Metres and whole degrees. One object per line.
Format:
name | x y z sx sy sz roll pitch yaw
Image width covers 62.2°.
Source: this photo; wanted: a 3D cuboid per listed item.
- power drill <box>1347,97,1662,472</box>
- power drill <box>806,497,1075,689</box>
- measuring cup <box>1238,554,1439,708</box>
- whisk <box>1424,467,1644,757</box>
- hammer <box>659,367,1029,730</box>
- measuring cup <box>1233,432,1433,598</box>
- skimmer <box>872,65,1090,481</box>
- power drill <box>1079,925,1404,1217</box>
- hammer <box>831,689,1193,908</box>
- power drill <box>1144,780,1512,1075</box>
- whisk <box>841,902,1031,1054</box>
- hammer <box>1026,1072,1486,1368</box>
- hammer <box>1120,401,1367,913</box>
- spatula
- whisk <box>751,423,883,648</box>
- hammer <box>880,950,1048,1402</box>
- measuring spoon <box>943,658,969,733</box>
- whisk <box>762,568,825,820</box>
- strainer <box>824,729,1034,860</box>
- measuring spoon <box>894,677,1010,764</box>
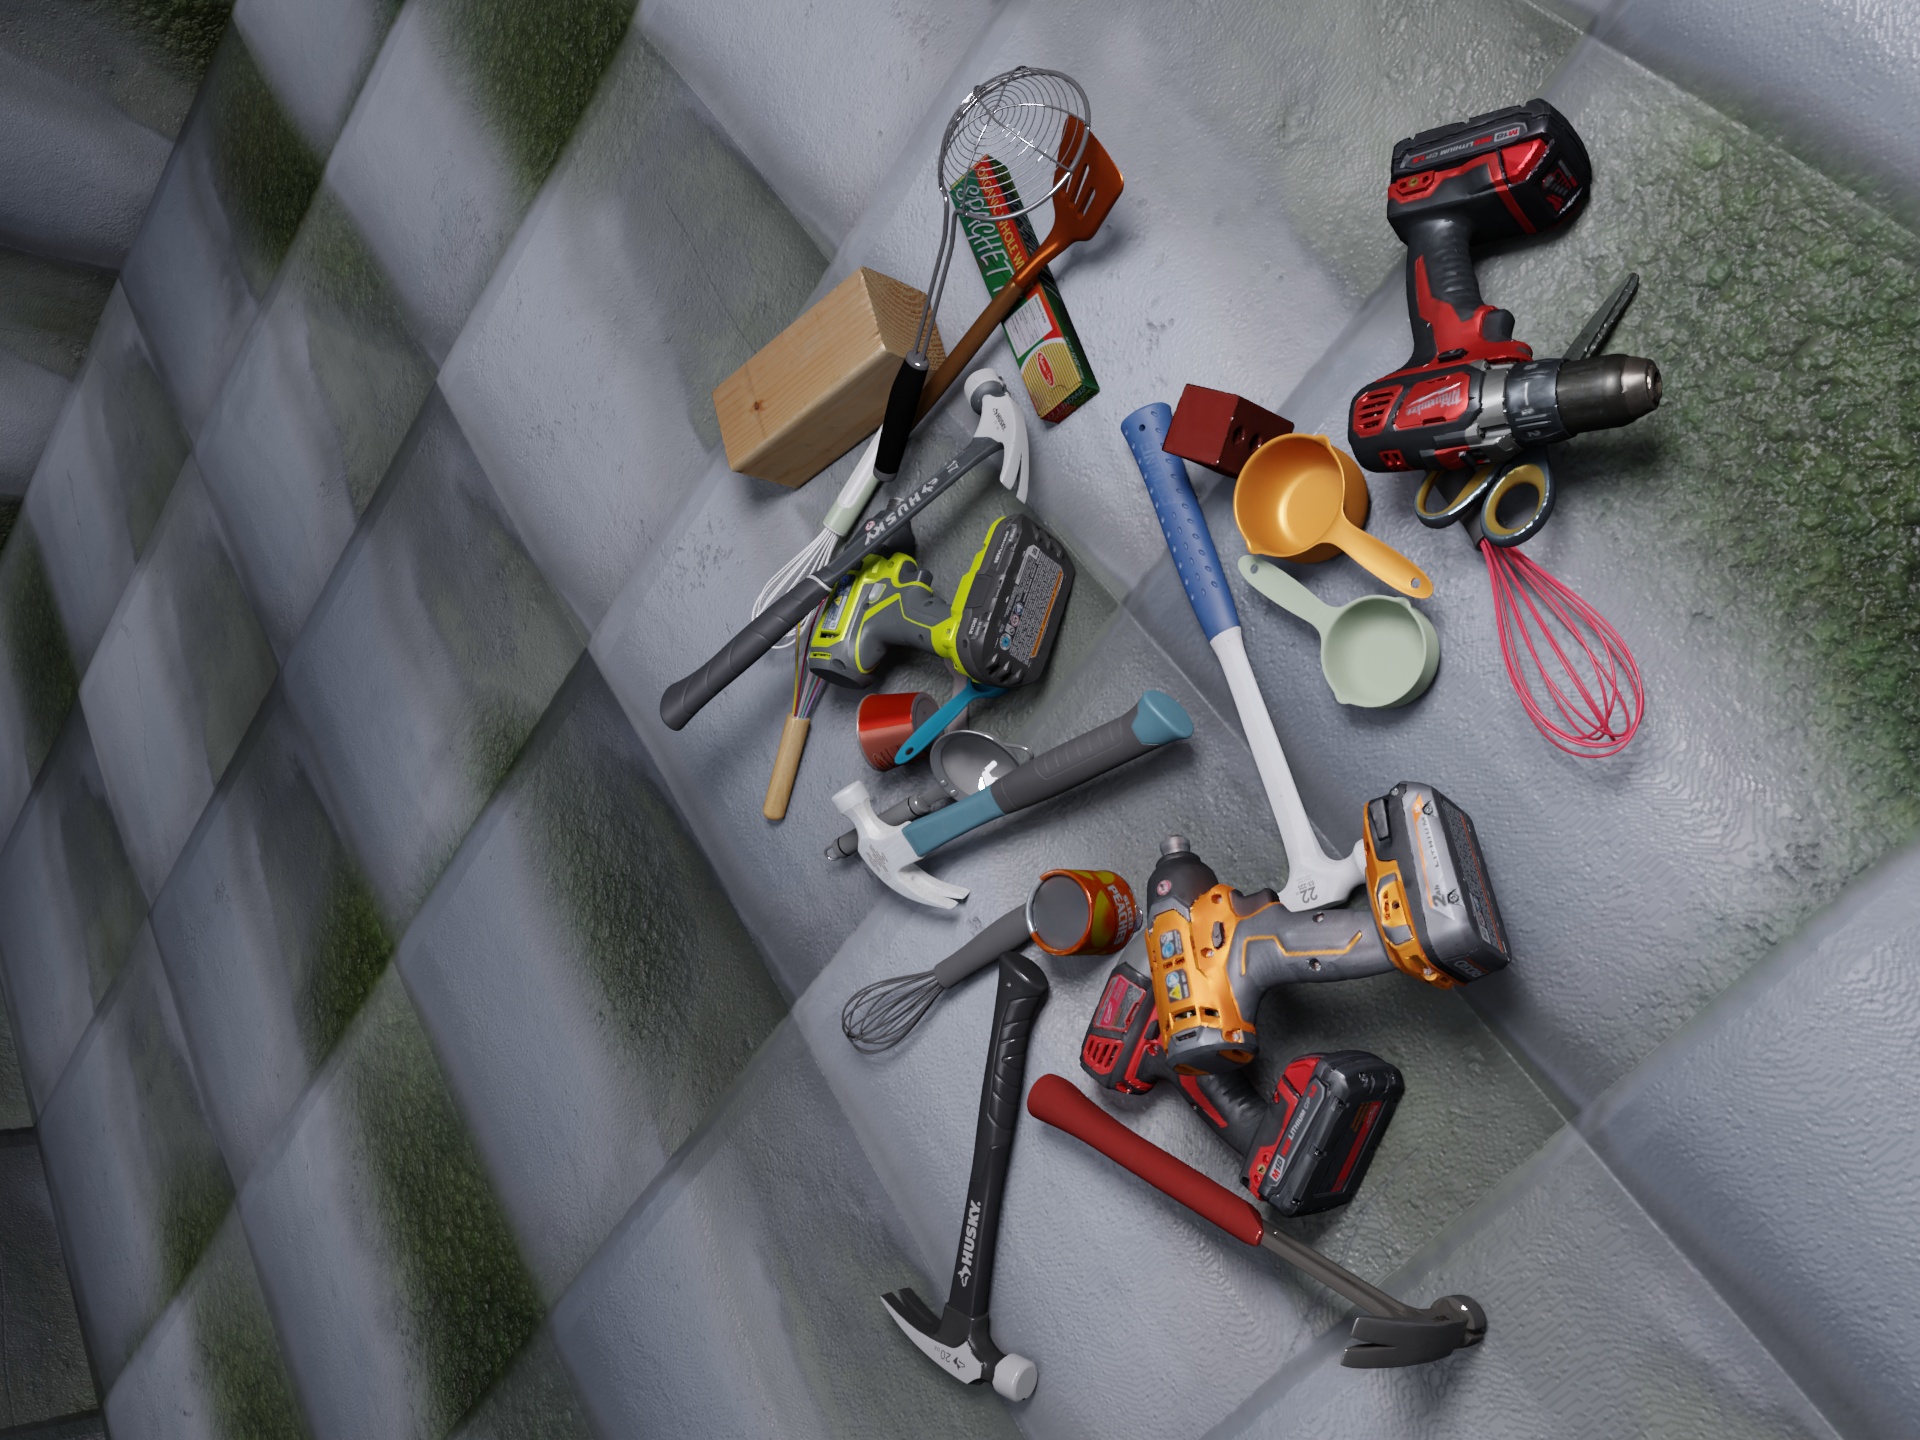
power drill | 0.346 -0.268 1.001 0.188 0.080 0.227 -3 71 41
power drill | -0.021 -0.108 1.326 0.223 0.080 0.171 7 73 44
measuring cup | 0.261 -0.069 1.107 0.168 0.038 0.083 42 112 37
whisk | 0.351 -0.102 1.023 0.073 0.073 0.296 -40 54 31
hammer | -0.103 -0.122 1.335 0.409 0.036 0.149 -39 40 17
measuring cup | 0.269 -0.130 1.100 0.174 0.052 0.095 44 113 34
skimmer | 0.004 -0.346 1.289 0.127 0.090 0.363 53 142 31
power drill | 0.187 0.232 1.110 0.220 0.078 0.143 31 105 42
hammer | 0.041 0.055 1.242 0.331 0.033 0.128 -28 95 38
power drill | 0.220 0.121 1.028 0.226 0.084 0.164 -26 55 29
whisk | -0.013 0.207 1.310 0.239 0.055 0.055 -37 62 27
hammer | 0.169 0.330 1.084 0.359 0.149 0.037 21 94 47
hammer | 0.192 -0.050 1.166 0.144 0.035 0.406 -31 65 34
spatula | 0.027 -0.342 1.304 0.322 0.041 0.081 -46 65 36
whisk | -0.120 -0.169 1.449 0.058 0.059 0.246 40 106 24
hammer | 0.019 0.350 1.261 0.146 0.035 0.335 11 93 41
measuring spoon | -0.005 -0.010 1.345 0.034 0.018 0.124 1 86 41
whisk | -0.138 -0.023 1.452 0.051 0.047 0.245 28 107 41
strainer | -0.029 0.065 1.336 0.258 0.050 0.086 -31 110 35
measuring spoon | -0.002 -0.004 1.312 0.128 0.021 0.042 -43 41 -1
